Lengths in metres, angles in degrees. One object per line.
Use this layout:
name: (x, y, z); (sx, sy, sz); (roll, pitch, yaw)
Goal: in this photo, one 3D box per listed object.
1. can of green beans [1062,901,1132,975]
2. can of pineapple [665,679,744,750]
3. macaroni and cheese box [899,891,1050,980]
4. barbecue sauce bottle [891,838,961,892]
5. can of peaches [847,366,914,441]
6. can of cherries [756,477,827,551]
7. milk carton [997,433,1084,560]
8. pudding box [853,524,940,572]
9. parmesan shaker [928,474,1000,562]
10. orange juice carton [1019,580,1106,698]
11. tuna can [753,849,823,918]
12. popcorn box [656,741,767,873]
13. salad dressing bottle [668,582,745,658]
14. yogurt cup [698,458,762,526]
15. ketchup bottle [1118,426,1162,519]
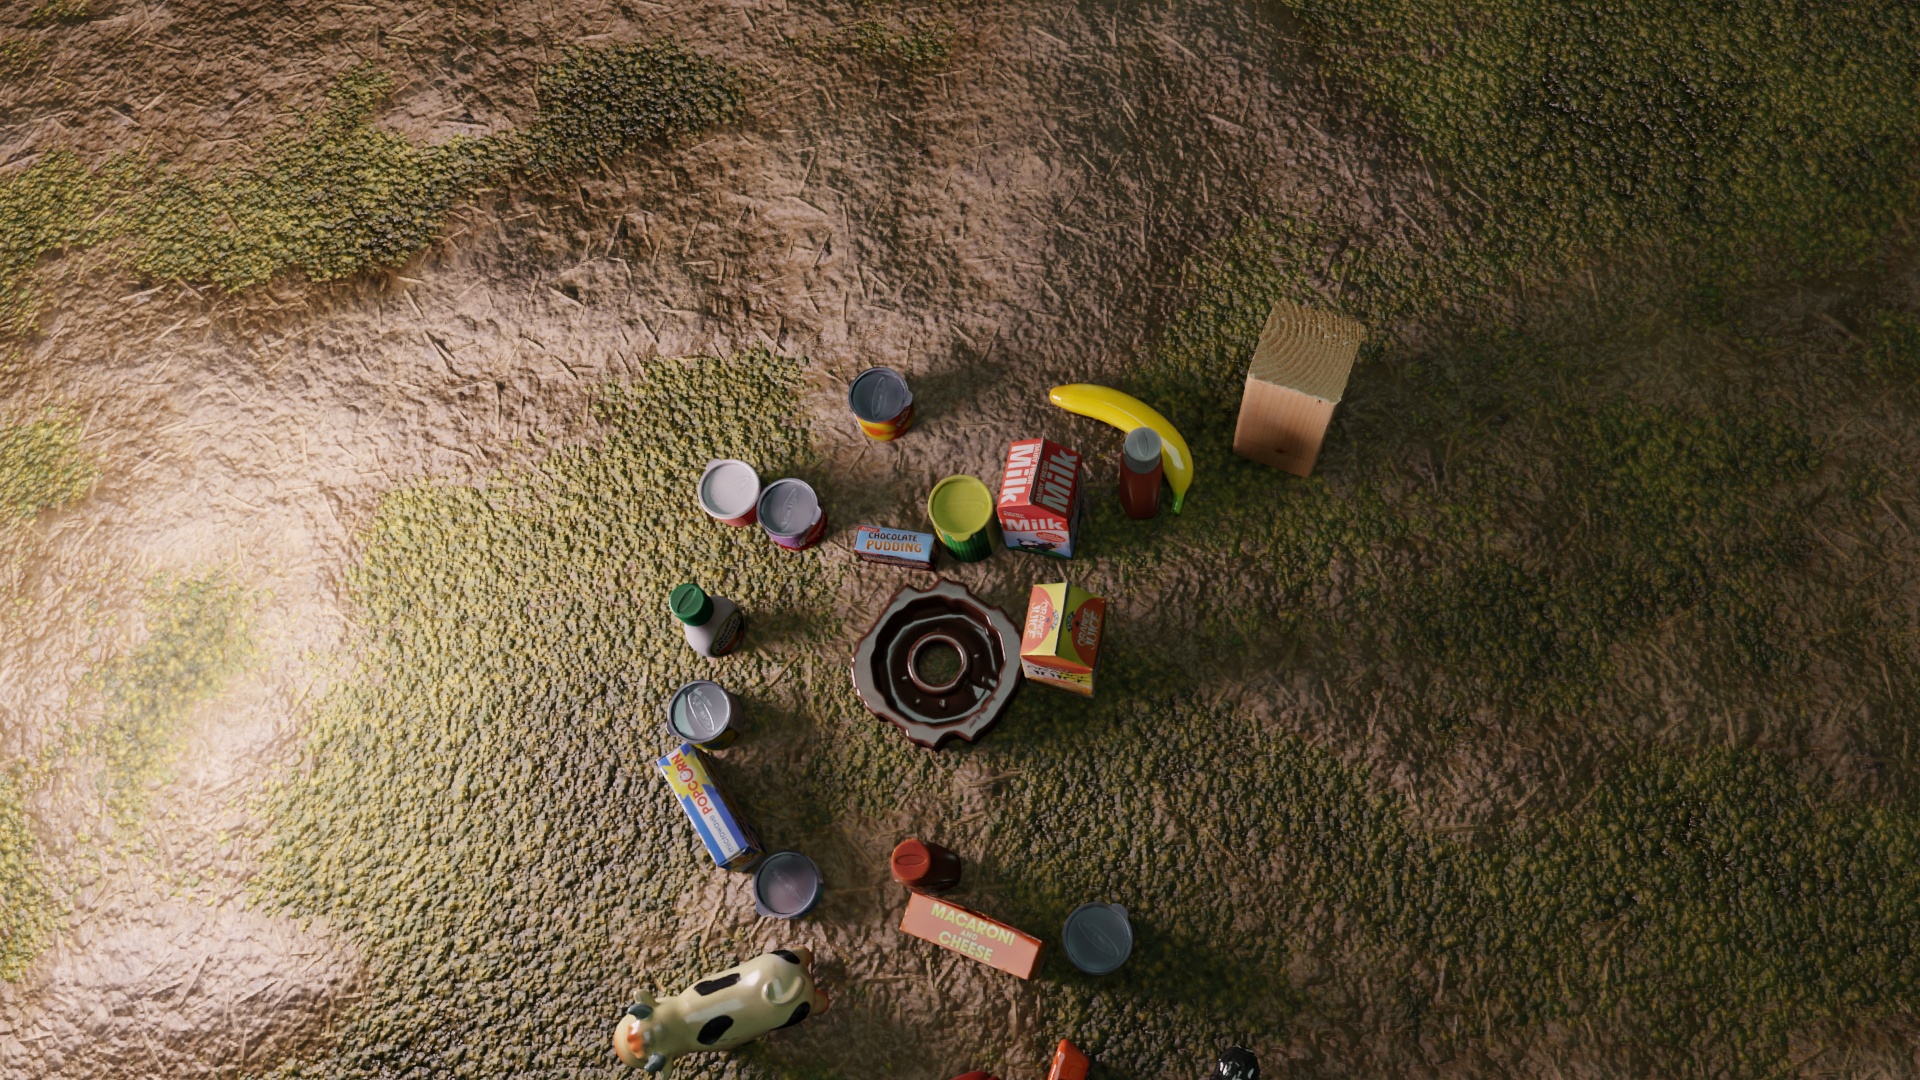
can of green beans: (0.132, 0.382, 1.331); (0.071, 0.057, 0.071); (-2, 72, 5)
can of pineapple: (-0.264, 0.182, 1.437); (0.071, 0.057, 0.071); (-2, 72, 5)
macaroni and cheese box: (0.017, 0.367, 1.291); (0.124, 0.166, 0.040); (18, 76, 11)
barbecue sauce bottle: (-0.037, 0.310, 1.324); (0.065, 0.148, 0.044); (-3, 73, 5)
can of peaches: (-0.084, -0.149, 1.525); (0.071, 0.058, 0.071); (-2, 72, 5)
can of cherries: (-0.178, -0.026, 1.495); (0.071, 0.058, 0.071); (-2, 72, 5)
milk carton: (0.082, -0.043, 1.404); (0.073, 0.190, 0.072); (10, 74, 9)
pudding box: (-0.067, 0.008, 1.477); (0.084, 0.049, 0.030); (9, 74, 9)
parmesan shaker: (0.005, -0.018, 1.450); (0.071, 0.103, 0.071); (-2, 72, 6)
orange juice carton: (0.101, 0.097, 1.355); (0.073, 0.192, 0.072); (10, 74, 9)
tuna can: (-0.173, 0.346, 1.388); (0.071, 0.032, 0.071); (-2, 72, 5)
popcorn box: (-0.248, 0.269, 1.393); (0.038, 0.085, 0.127); (-34, 72, -5)
salad dressing bottle: (-0.260, 0.080, 1.422); (0.044, 0.147, 0.064); (29, 78, 14)
yogurt cup: (-0.246, -0.048, 1.511); (0.072, 0.053, 0.072); (-2, 72, 5)
ketchup bottle: (0.185, -0.073, 1.424); (0.043, 0.148, 0.065); (-7, 72, 4)
